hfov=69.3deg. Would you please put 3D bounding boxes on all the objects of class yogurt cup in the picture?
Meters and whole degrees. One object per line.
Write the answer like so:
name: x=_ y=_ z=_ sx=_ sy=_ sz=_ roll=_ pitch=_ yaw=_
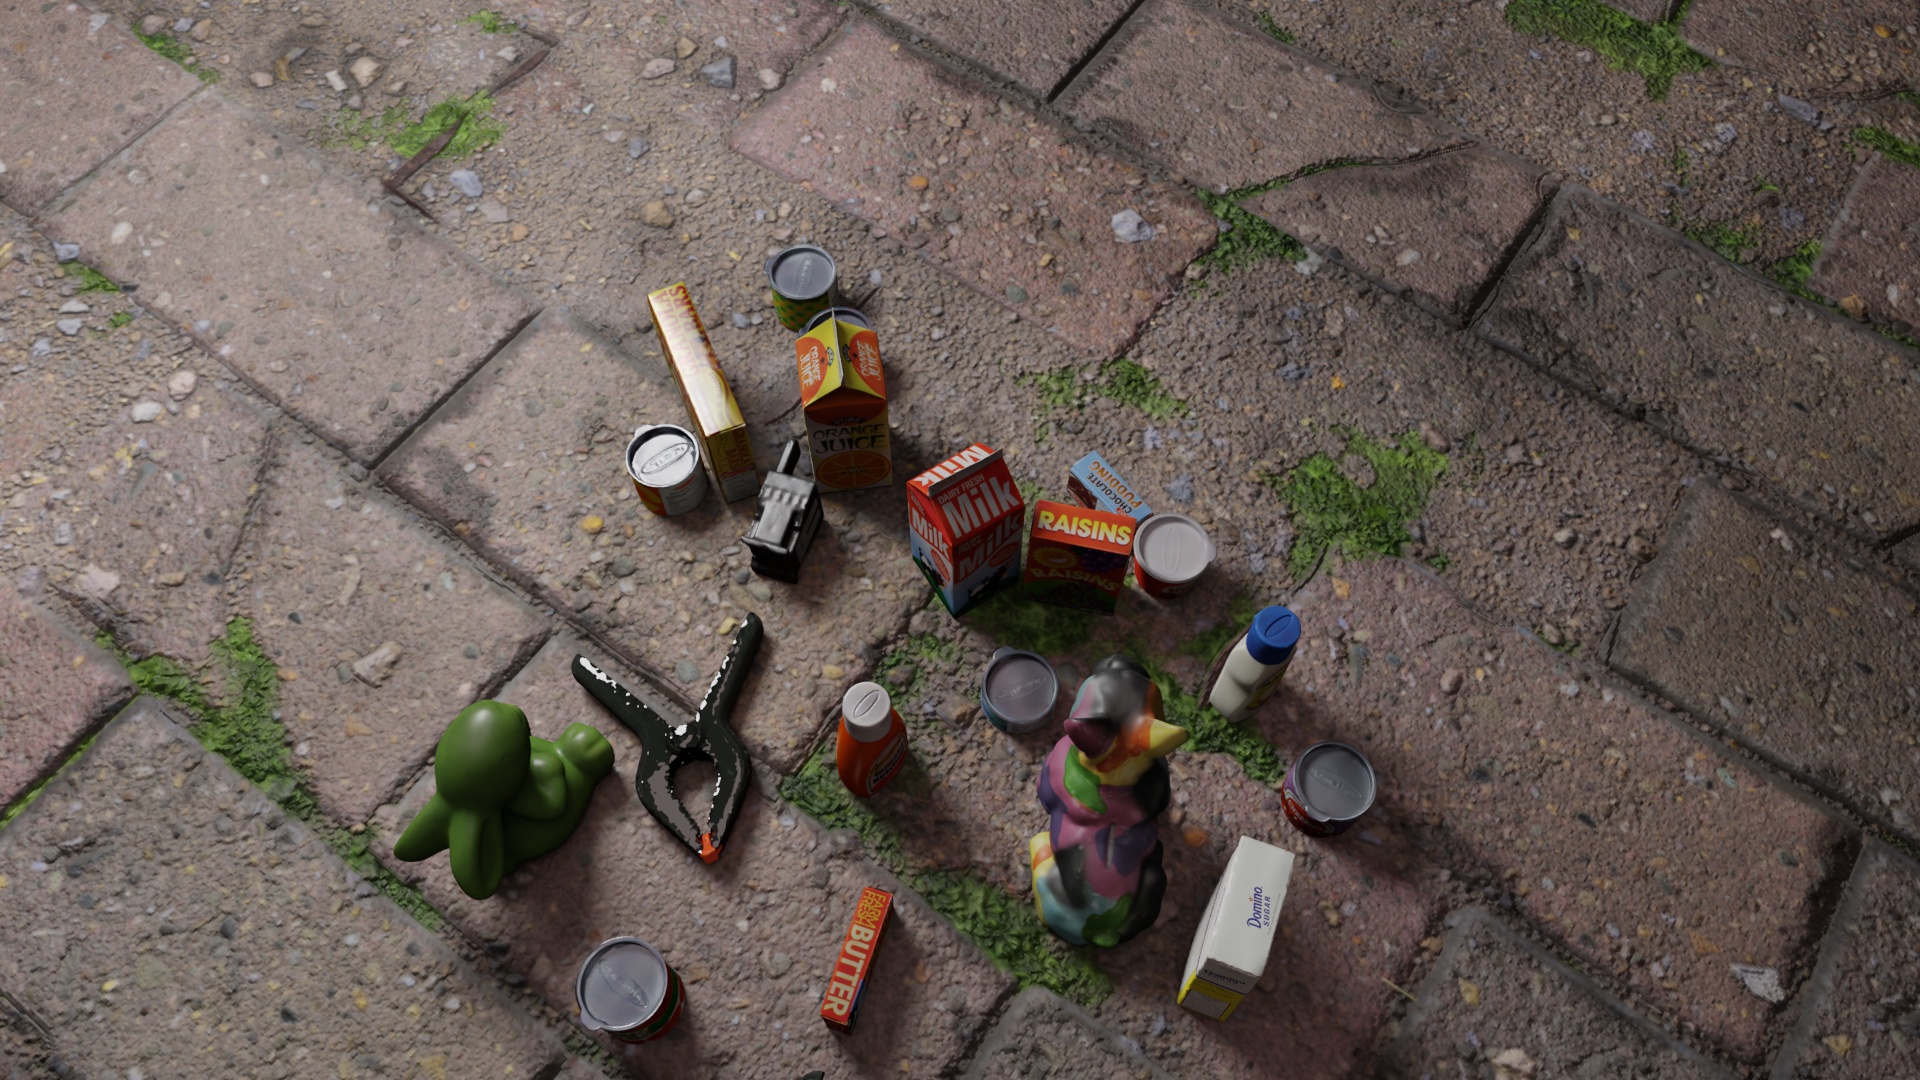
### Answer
yogurt cup: x=0.185 y=0.017 z=1.229 sx=0.072 sy=0.053 sz=0.072 roll=0 pitch=63 yaw=-1

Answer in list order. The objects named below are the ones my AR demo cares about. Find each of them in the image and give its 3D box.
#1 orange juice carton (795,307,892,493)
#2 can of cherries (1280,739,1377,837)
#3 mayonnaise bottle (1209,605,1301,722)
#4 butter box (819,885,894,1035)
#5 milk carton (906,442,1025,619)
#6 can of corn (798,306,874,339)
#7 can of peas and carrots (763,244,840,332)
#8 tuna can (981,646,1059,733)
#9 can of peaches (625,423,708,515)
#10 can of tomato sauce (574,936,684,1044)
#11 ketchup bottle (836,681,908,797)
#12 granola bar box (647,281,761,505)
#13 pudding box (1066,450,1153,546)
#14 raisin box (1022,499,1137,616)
orange juice carton: x=-0.101 y=-0.120 z=1.218 sx=0.073 sy=0.191 sz=0.072 roll=-7 pitch=63 yaw=-4
can of cherries: x=0.297 y=0.205 z=1.131 sx=0.071 sy=0.058 sz=0.072 roll=0 pitch=63 yaw=-1
mayonnaise bottle: x=0.244 y=0.099 z=1.135 sx=0.065 sy=0.147 sz=0.041 roll=-35 pitch=69 yaw=-17
butter box: x=-0.079 y=0.322 z=1.069 sx=0.024 sy=0.053 sz=0.104 roll=16 pitch=64 yaw=8
milk carton: x=0.004 y=-0.015 z=1.167 sx=0.072 sy=0.189 sz=0.073 roll=-30 pitch=67 yaw=-15
can of corn: x=-0.116 y=-0.179 z=1.324 sx=0.071 sy=0.058 sz=0.071 roll=0 pitch=63 yaw=-1
can of peas and carrots: x=-0.154 y=-0.245 z=1.357 sx=0.071 sy=0.058 sz=0.071 roll=0 pitch=63 yaw=-1
tuna can: x=0.049 y=0.127 z=1.182 sx=0.071 sy=0.032 sz=0.071 roll=0 pitch=63 yaw=-1
can of peaches: x=-0.267 y=-0.065 z=1.263 sx=0.071 sy=0.057 sz=0.071 roll=0 pitch=63 yaw=-1
can of tomato sauce: x=-0.247 y=0.340 z=1.040 sx=0.071 sy=0.082 sz=0.071 roll=0 pitch=63 yaw=-1
ketchup bottle: x=-0.072 y=0.155 z=1.102 sx=0.043 sy=0.148 sz=0.065 roll=36 pitch=68 yaw=16
granola bar box: x=-0.232 y=-0.132 z=1.261 sx=0.039 sy=0.123 sz=0.166 roll=-21 pitch=65 yaw=-11
pudding box: x=0.134 y=-0.036 z=1.258 sx=0.030 sy=0.049 sz=0.084 roll=-35 pitch=68 yaw=-17
raisin box: x=0.100 y=0.016 z=1.190 sx=0.086 sy=0.123 sz=0.040 roll=12 pitch=64 yaw=5
